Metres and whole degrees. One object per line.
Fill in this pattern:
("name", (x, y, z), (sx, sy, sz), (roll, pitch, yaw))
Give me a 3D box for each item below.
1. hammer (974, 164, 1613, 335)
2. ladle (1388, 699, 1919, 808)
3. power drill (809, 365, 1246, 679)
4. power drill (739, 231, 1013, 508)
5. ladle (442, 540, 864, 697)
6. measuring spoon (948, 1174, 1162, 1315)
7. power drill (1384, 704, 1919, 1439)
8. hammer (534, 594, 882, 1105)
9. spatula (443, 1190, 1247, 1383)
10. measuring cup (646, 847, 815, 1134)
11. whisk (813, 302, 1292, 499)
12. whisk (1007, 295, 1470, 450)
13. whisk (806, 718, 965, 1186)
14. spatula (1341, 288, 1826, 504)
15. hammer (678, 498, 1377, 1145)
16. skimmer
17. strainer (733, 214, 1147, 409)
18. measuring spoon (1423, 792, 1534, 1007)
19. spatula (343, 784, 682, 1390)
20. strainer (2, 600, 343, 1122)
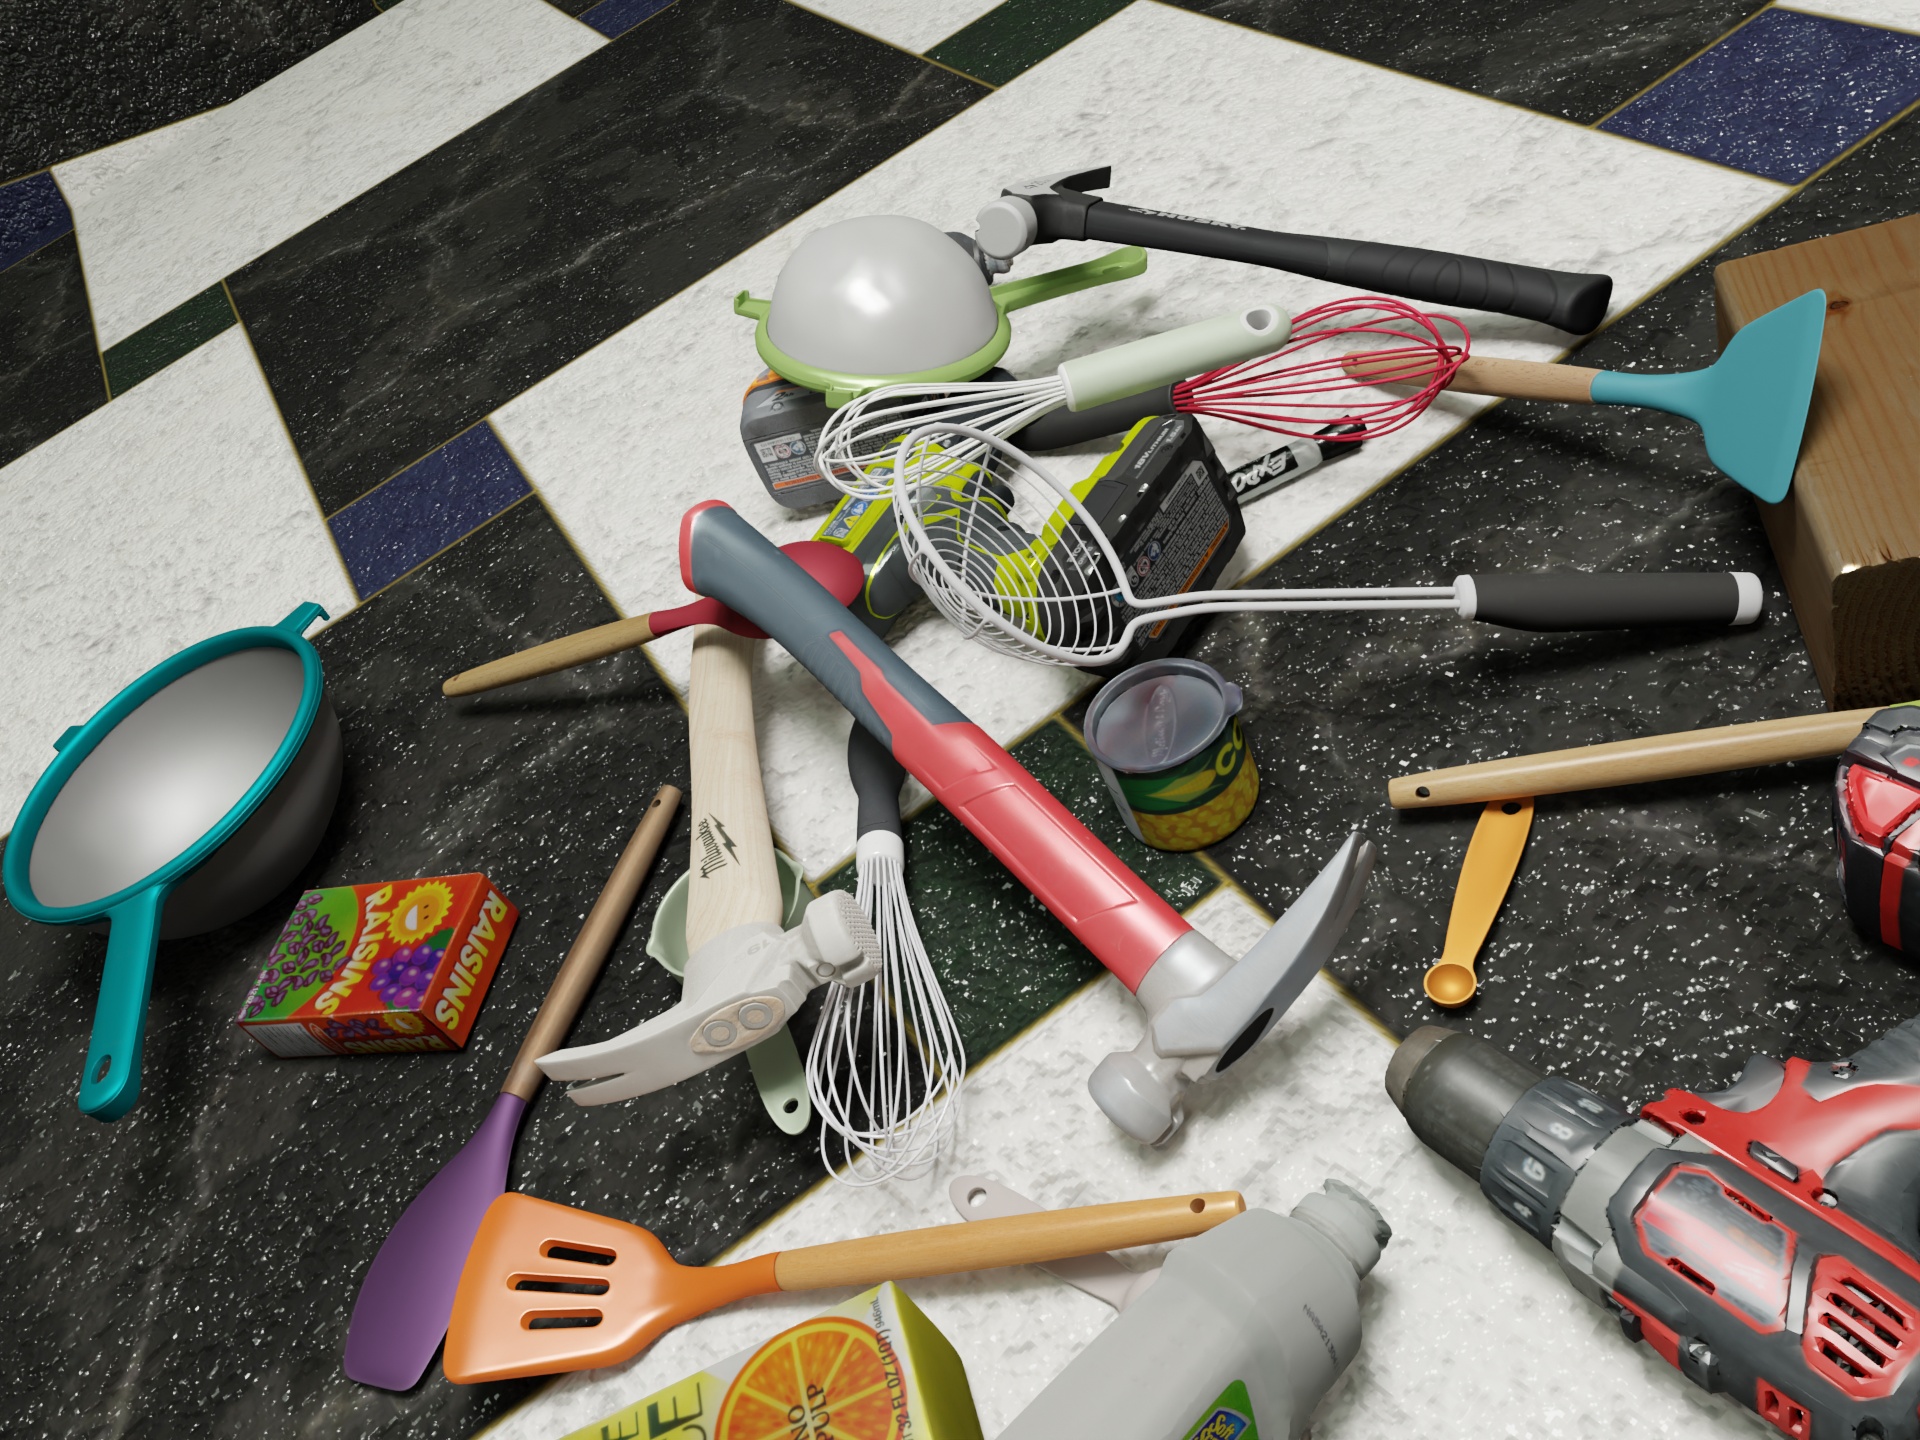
("hammer", (0.187, -0.261, 0.886), (0.335, 0.035, 0.146), (15, 31, 17))
("ladle", (0.322, 0.008, 0.597), (0.320, 0.078, 0.062), (-10, 5, 23))
("power drill", (0.031, -0.112, 0.845), (0.229, 0.080, 0.190), (15, 62, 44))
("power drill", (-0.050, -0.242, 1.030), (0.164, 0.084, 0.227), (-11, 41, 16))
("ladle", (-0.186, -0.048, 0.886), (0.315, 0.031, 0.069), (-13, 41, 34))
("measuring spoon", (0.039, 0.196, 0.591), (0.124, 0.018, 0.034), (19, 60, 40))
("power drill", (0.271, 0.102, 0.521), (0.227, 0.080, 0.188), (-44, 44, -13))
("hammer", (-0.127, 0.017, 0.801), (0.146, 0.038, 0.411), (-27, 32, 8))
("spatula", (-0.051, 0.204, 0.606), (0.322, 0.041, 0.081), (-15, 43, 21))
("measuring cup", (-0.088, 0.126, 0.716), (0.083, 0.038, 0.168), (-29, 44, 0))
("whisk", (0.045, -0.161, 0.787), (0.246, 0.059, 0.058), (-17, 66, 0))
("whisk", (0.135, -0.177, 0.863), (0.296, 0.073, 0.073), (-1, 47, 44))
("whisk", (-0.035, 0.084, 0.718), (0.070, 0.070, 0.285), (-18, 38, 11))
("spatula", (0.276, -0.162, 0.752), (0.044, 0.082, 0.318), (-1, 15, -25))
("hammer", (-0.001, -0.002, 0.700), (0.143, 0.038, 0.387), (-51, 57, 6))
("skimmer", (0.155, -0.073, 0.666), (0.363, 0.090, 0.127), (0, 43, 4))
("strainer", (0.001, -0.266, 0.933), (0.256, 0.069, 0.152), (-20, 43, -20))
("measuring spoon", (0.210, 0.069, 0.636), (0.021, 0.011, 0.117), (7, 49, 33))
("spatula", (-0.203, 0.158, 0.759), (0.060, 0.018, 0.316), (0, 50, 29))
("strainer", (-0.423, 0.093, 0.886), (0.211, 0.095, 0.341), (-26, 44, 6))
